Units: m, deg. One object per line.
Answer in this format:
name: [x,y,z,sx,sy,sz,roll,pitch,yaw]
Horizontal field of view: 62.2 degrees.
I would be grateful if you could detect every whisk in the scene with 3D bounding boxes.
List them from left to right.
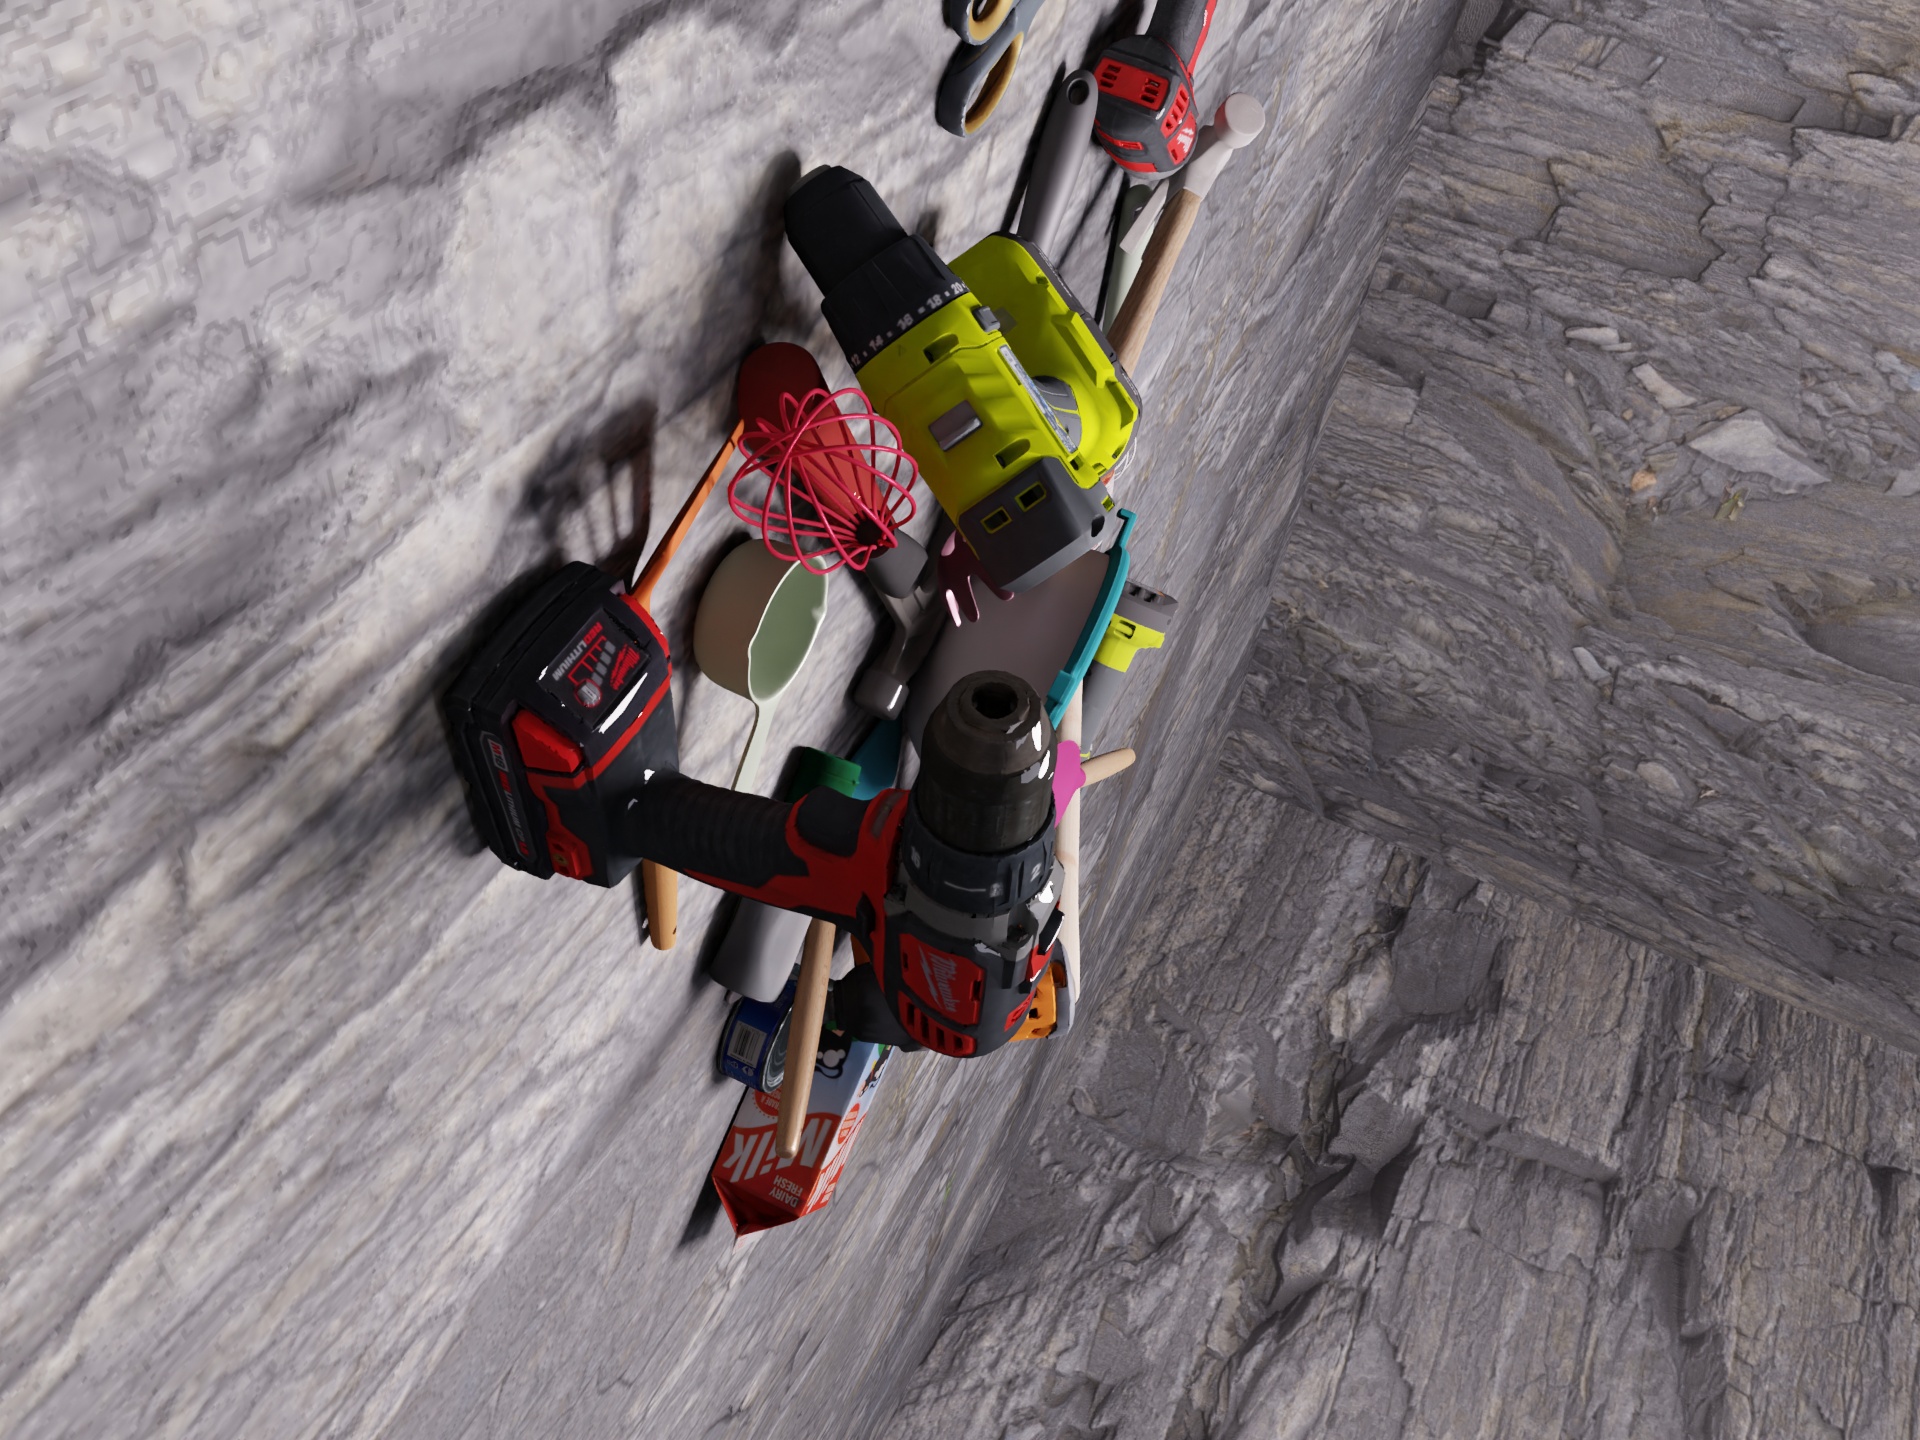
whisk: [-0.043,-0.087,0.707,0.295,0.073,0.073,33,79,-83]
whisk: [0.040,-0.259,0.926,0.055,0.055,0.239,-10,117,-74]
whisk: [0.117,-0.283,1.200,0.059,0.057,0.246,-105,-163,-49]

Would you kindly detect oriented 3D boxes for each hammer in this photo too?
hammer: [-0.047,-0.111,0.846,0.358,0.037,0.149,60,53,-73]
hammer: [0.080,0.017,1.215,0.146,0.038,0.411,80,13,-64]
hammer: [0.106,-0.248,1.038,0.331,0.031,0.130,-67,-167,-17]

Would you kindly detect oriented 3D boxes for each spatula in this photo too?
spatula: [-0.129,0.009,0.711,0.322,0.041,0.081,99,7,-47]
spatula: [-0.074,0.123,0.975,0.082,0.044,0.318,97,-1,-47]

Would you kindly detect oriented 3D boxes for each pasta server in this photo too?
pasta server: [0.029,-0.136,0.965,0.060,0.040,0.316,-32,-165,21]

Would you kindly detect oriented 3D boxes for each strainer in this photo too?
strainer: [-0.002,-0.004,1.106,0.340,0.095,0.211,-56,-173,45]

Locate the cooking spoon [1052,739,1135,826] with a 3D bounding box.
cooking spoon: [0.085,0.037,1.098,0.319,0.017,0.068,-10,118,-73]

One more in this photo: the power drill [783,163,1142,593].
power drill: [0.008,-0.169,0.741,0.080,0.190,0.228,-33,-173,20]

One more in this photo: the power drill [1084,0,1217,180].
power drill: [0.149,-0.449,0.991,0.219,0.078,0.143,-67,166,7]

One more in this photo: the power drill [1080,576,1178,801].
power drill: [0.127,-0.030,1.538,0.171,0.080,0.223,-68,-178,-81]

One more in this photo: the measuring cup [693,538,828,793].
measuring cup: [-0.110,-0.009,0.767,0.083,0.038,0.167,-37,149,-64]

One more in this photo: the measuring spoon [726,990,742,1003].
measuring spoon: [-0.116,0.135,1.024,0.124,0.018,0.034,-48,157,-38]

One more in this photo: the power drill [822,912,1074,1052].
power drill: [-0.023,0.160,1.067,0.226,0.164,0.084,-135,-139,-79]

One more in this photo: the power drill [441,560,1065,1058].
power drill: [-0.067,0.023,0.572,0.080,0.227,0.187,-58,163,-36]
